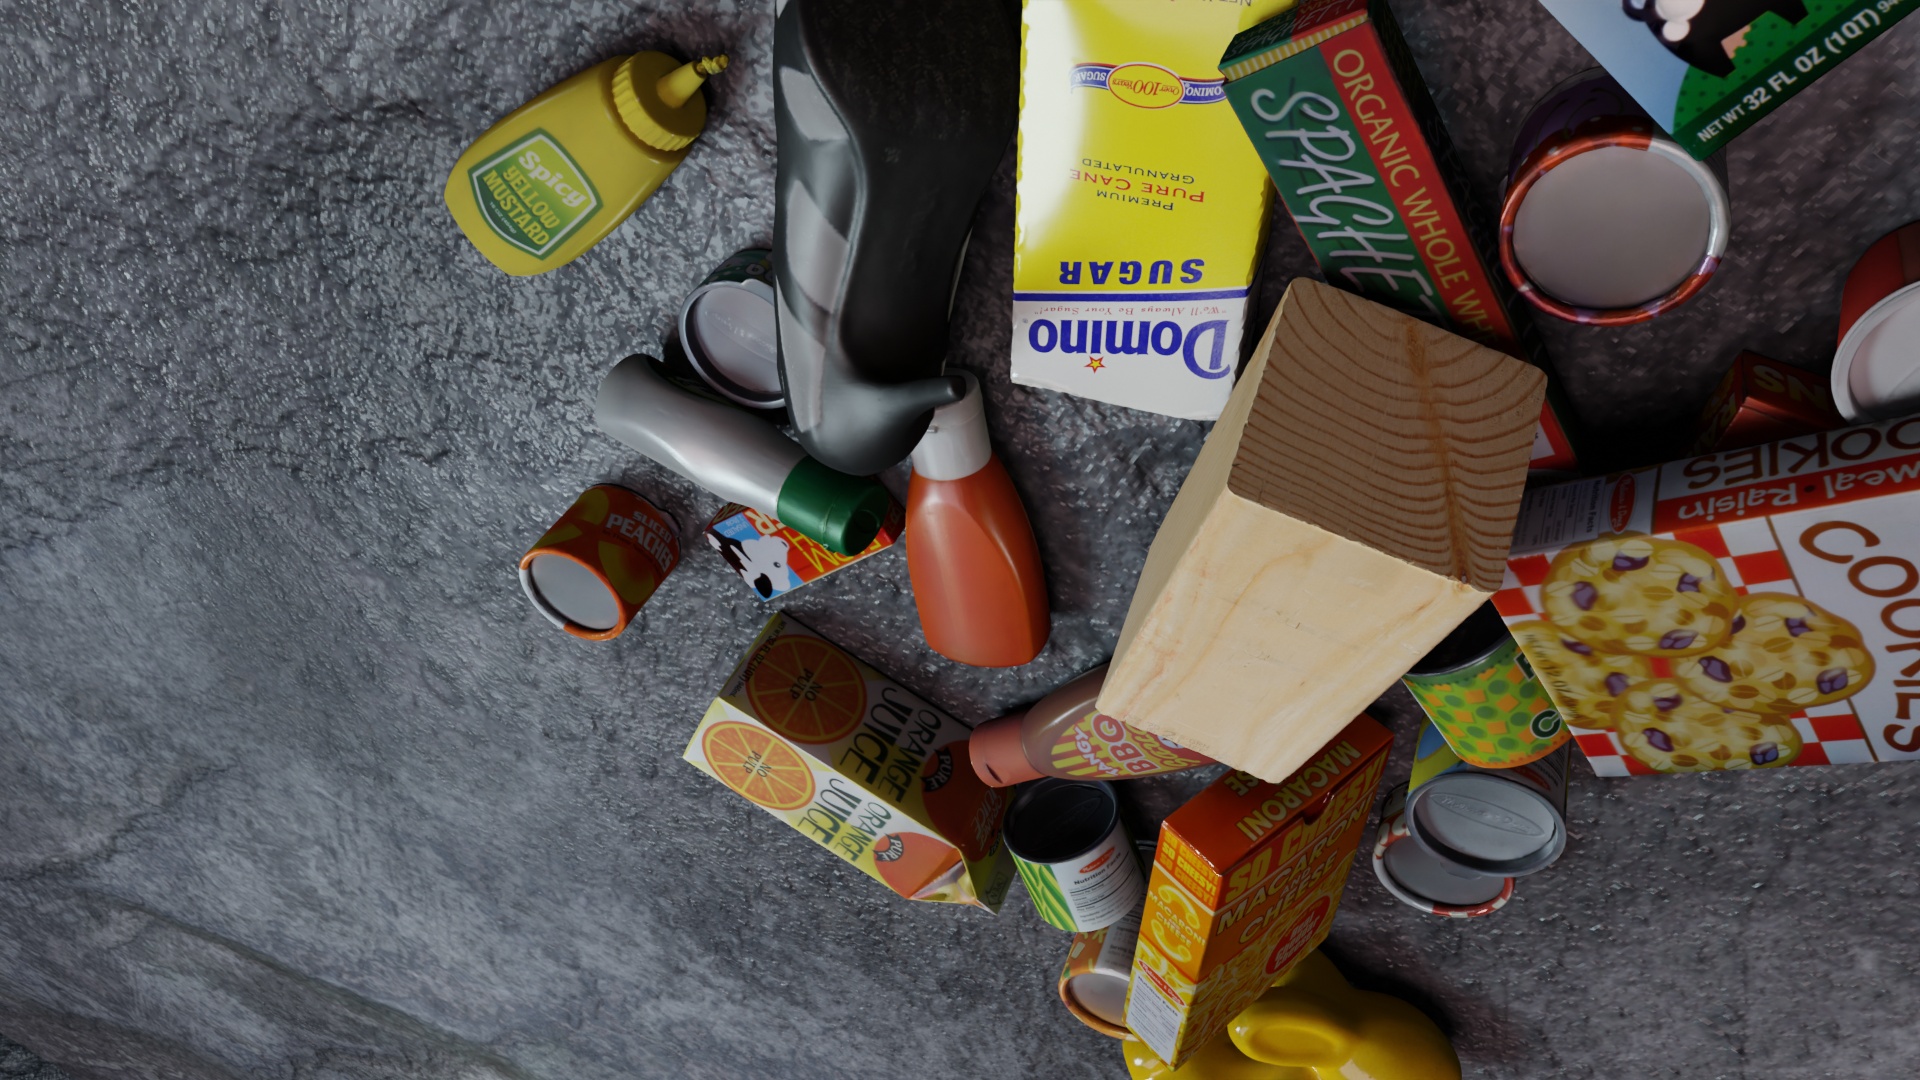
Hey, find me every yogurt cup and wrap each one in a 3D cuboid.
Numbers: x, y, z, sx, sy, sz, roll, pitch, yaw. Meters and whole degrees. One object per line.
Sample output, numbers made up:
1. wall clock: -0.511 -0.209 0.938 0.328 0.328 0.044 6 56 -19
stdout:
1. yogurt cup: 0.311 -0.066 0.436 0.072 0.054 0.072 14 132 16

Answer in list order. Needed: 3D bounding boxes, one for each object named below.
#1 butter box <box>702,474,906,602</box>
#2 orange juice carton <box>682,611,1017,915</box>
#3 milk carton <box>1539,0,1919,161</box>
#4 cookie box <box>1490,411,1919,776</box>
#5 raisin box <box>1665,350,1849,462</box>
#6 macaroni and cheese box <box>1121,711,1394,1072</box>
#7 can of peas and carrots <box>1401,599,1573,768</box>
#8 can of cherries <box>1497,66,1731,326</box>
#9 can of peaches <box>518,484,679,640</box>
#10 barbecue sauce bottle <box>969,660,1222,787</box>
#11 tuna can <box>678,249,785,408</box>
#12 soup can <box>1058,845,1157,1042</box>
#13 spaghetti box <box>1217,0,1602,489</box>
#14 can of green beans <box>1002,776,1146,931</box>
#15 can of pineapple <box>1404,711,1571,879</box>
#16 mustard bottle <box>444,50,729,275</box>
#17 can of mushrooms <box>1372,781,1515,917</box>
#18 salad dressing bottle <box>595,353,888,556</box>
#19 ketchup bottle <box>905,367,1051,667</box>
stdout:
1. butter box: -0.079 -0.007 0.705 0.103 0.024 0.053 -23 115 39
2. orange juice carton: -0.048 0.130 0.774 0.193 0.072 0.072 32 136 -1
3. milk carton: 0.168 -0.203 0.376 0.190 0.074 0.072 41 134 -10
4. cookie box: 0.281 0.023 0.470 0.167 0.040 0.122 -14 126 42
5. raisin box: 0.296 0.001 0.511 0.086 0.040 0.122 22 134 9
6. macaroni and cheese box: 0.142 0.167 0.673 0.040 0.124 0.165 38 143 34
7. can of peas and carrots: 0.220 0.051 0.573 0.070 0.071 0.058 -23 115 39
8. can of cherries: 0.208 -0.109 0.447 0.071 0.059 0.071 14 132 16
9. can of peaches: -0.195 0.012 0.756 0.071 0.058 0.070 14 133 16
10. barbecue sauce bottle: 0.070 0.094 0.703 0.148 0.044 0.064 -21 117 38
11. tuna can: -0.090 -0.097 0.626 0.071 0.033 0.070 14 133 16
12. soup can: 0.097 0.226 0.774 0.071 0.084 0.071 14 133 16
13. spaghetti box: 0.167 -0.078 0.482 0.050 0.029 0.249 -15 132 34
14. can of green beans: 0.063 0.168 0.755 0.071 0.071 0.057 -3 127 29
15. can of pineapple: 0.235 0.108 0.620 0.071 0.058 0.070 14 133 16
16. mustard bottle: -0.154 -0.167 0.587 0.160 0.049 0.065 -21 118 38
17. can of mushrooms: 0.237 0.149 0.673 0.071 0.034 0.070 14 133 16
18. salad dressing bottle: -0.102 -0.040 0.649 0.148 0.044 0.064 28 177 21
19. ketchup bottle: 0.002 -0.008 0.649 0.065 0.044 0.148 7 130 24
